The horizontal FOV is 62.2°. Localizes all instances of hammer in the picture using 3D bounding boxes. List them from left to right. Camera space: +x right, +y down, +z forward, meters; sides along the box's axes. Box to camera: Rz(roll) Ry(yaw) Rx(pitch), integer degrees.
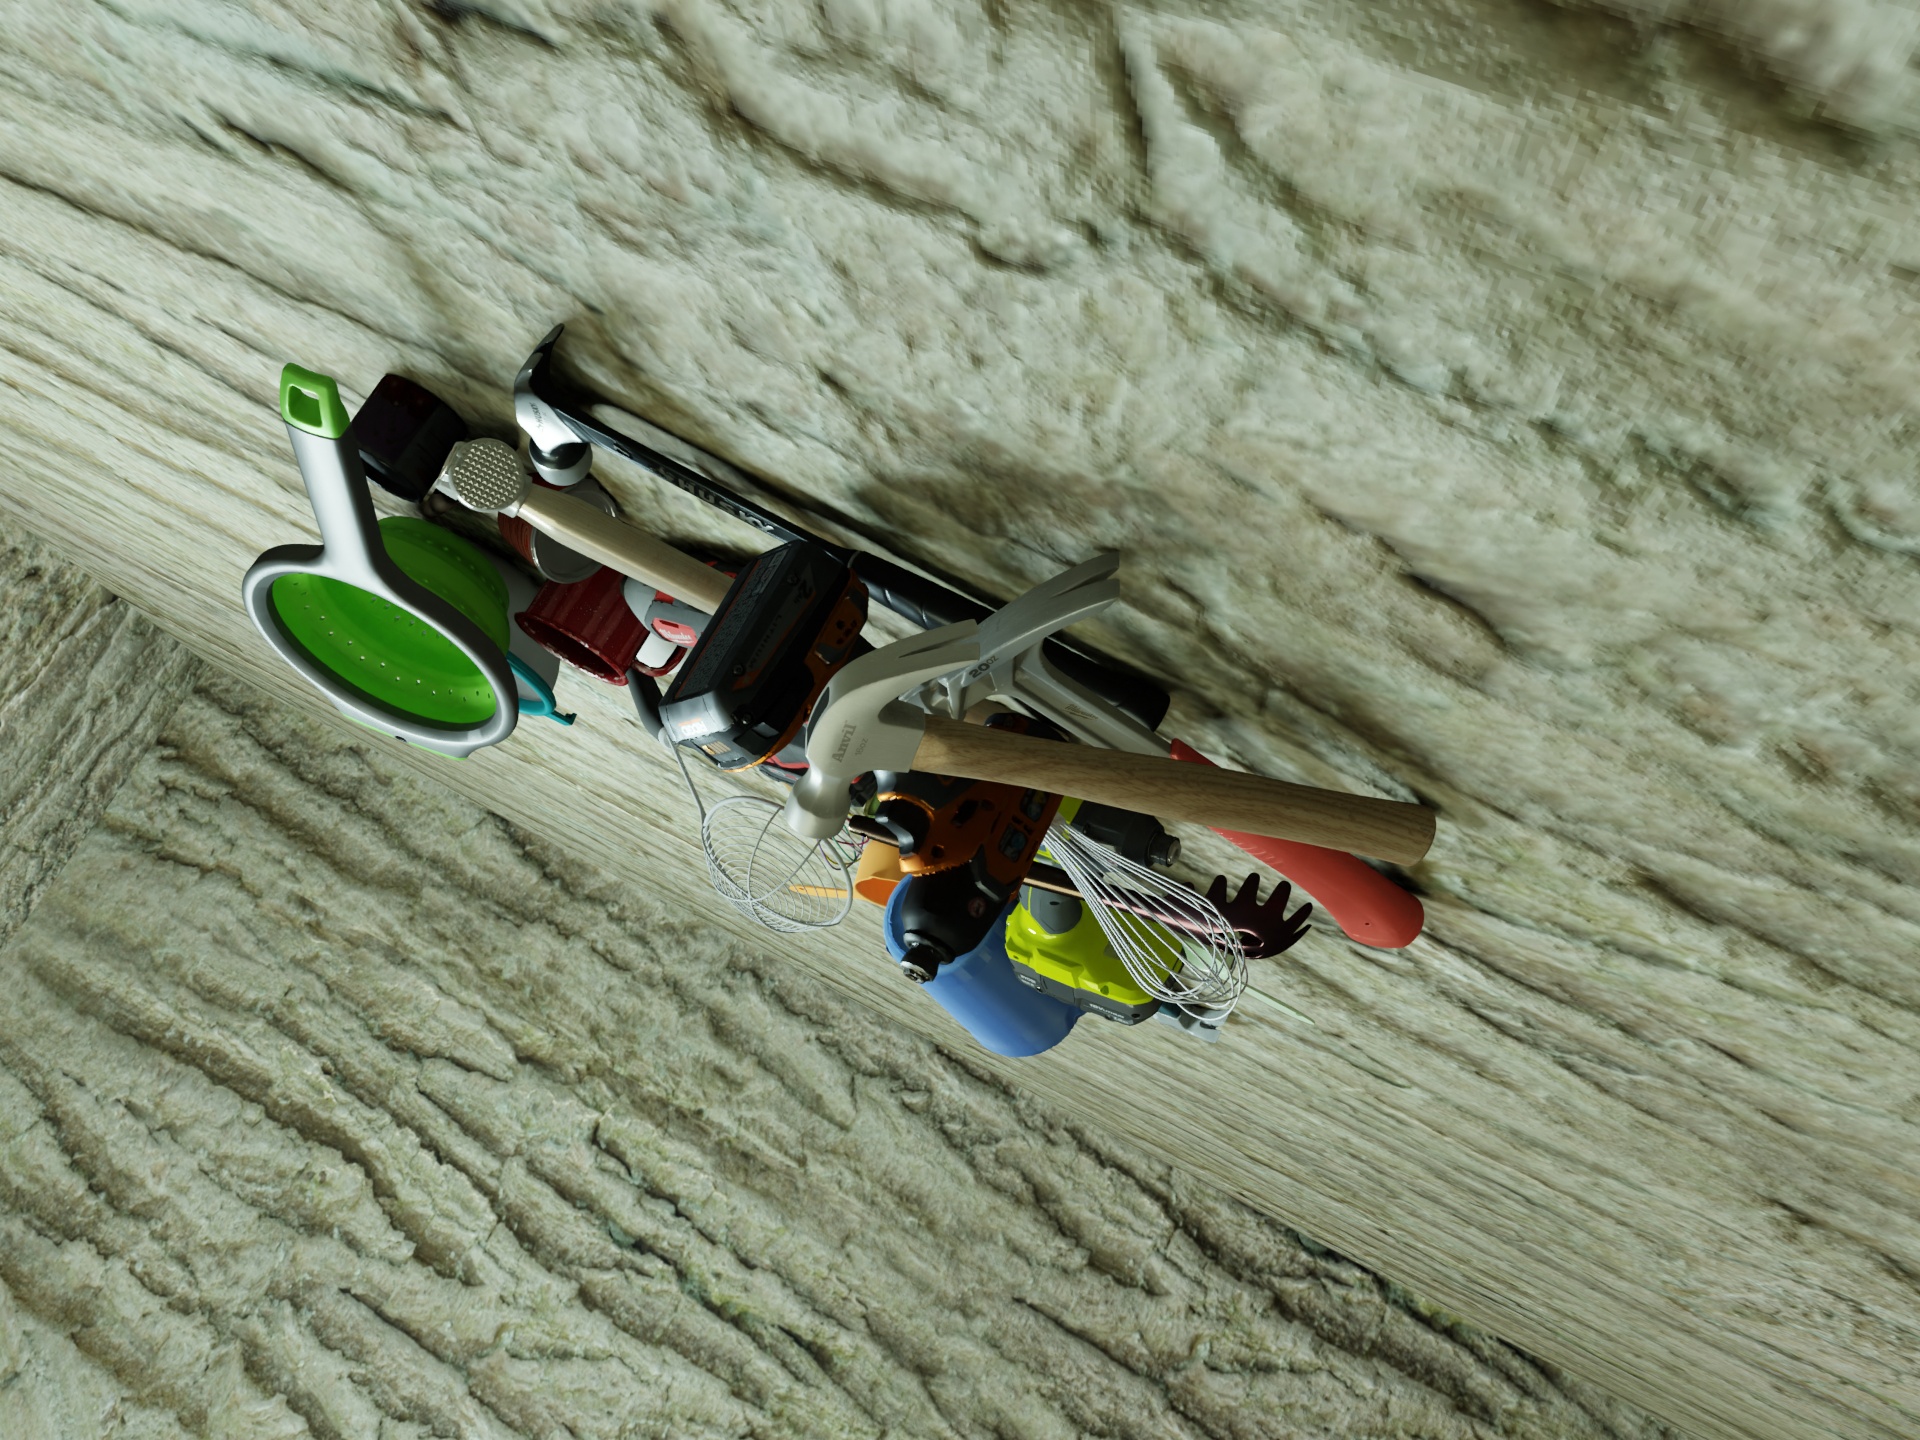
[{"bbox_3d":[-0.114,-0.061,0.958,0.410,0.038,0.146,26,178,-22],"label":"hammer"},{"bbox_3d":[-0.070,-0.095,0.886,0.409,0.036,0.149,27,163,4],"label":"hammer"},{"bbox_3d":[0.152,0.231,1.454,0.128,0.033,0.330,17,165,33],"label":"hammer"},{"bbox_3d":[0.088,0.029,0.793,0.331,0.031,0.130,11,129,-15],"label":"hammer"},{"bbox_3d":[0.145,0.038,0.868,0.358,0.037,0.149,31,134,-31],"label":"hammer"}]

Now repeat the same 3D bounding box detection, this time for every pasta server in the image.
[{"bbox_3d":[0.070,0.100,1.041,0.316,0.040,0.060,14,140,23],"label":"pasta server"}]

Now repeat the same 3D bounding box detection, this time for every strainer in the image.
[{"bbox_3d":[-0.425,-0.120,1.296,0.211,0.095,0.340,22,161,13],"label":"strainer"},{"bbox_3d":[-0.185,-0.029,1.270,0.087,0.050,0.258,-8,146,41],"label":"strainer"}]

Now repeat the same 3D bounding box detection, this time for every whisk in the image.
[{"bbox_3d":[-0.139,0.072,1.501,0.047,0.051,0.244,-12,144,14],"label":"whisk"},{"bbox_3d":[0.074,0.083,0.994,0.285,0.070,0.070,42,174,36],"label":"whisk"}]

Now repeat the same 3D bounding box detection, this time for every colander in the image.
[{"bbox_3d":[-0.375,-0.117,1.054,0.204,0.095,0.396,21,149,2],"label":"colander"}]

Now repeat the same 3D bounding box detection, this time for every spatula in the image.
[{"bbox_3d":[-0.364,-0.167,1.148,0.018,0.060,0.316,63,159,-13],"label":"spatula"}]

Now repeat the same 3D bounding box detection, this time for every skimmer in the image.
[{"bbox_3d":[-0.191,0.038,1.283,0.364,0.090,0.127,-127,22,-48],"label":"skimmer"}]

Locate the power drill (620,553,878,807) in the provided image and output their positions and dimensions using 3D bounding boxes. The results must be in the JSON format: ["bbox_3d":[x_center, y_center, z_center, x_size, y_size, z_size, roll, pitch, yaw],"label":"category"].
[{"bbox_3d":[-0.141,-0.035,1.114,0.143,0.078,0.219,16,156,38],"label":"power drill"}]

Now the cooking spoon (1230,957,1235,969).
[{"bbox_3d":[0.099,0.160,1.393,0.319,0.017,0.068,18,166,35],"label":"cooking spoon"}]

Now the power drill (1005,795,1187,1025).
[{"bbox_3d":[0.087,0.118,1.132,0.171,0.080,0.223,18,146,29],"label":"power drill"}]

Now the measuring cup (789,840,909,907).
[{"bbox_3d":[-0.090,0.146,1.541,0.174,0.052,0.095,-1,152,32],"label":"measuring cup"}]

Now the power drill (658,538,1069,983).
[{"bbox_3d":[-0.048,0.028,0.867,0.226,0.164,0.084,39,153,-25],"label":"power drill"}]

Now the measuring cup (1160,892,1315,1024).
[{"bbox_3d":[0.217,0.186,1.245,0.167,0.038,0.083,31,164,-14],"label":"measuring cup"}]
